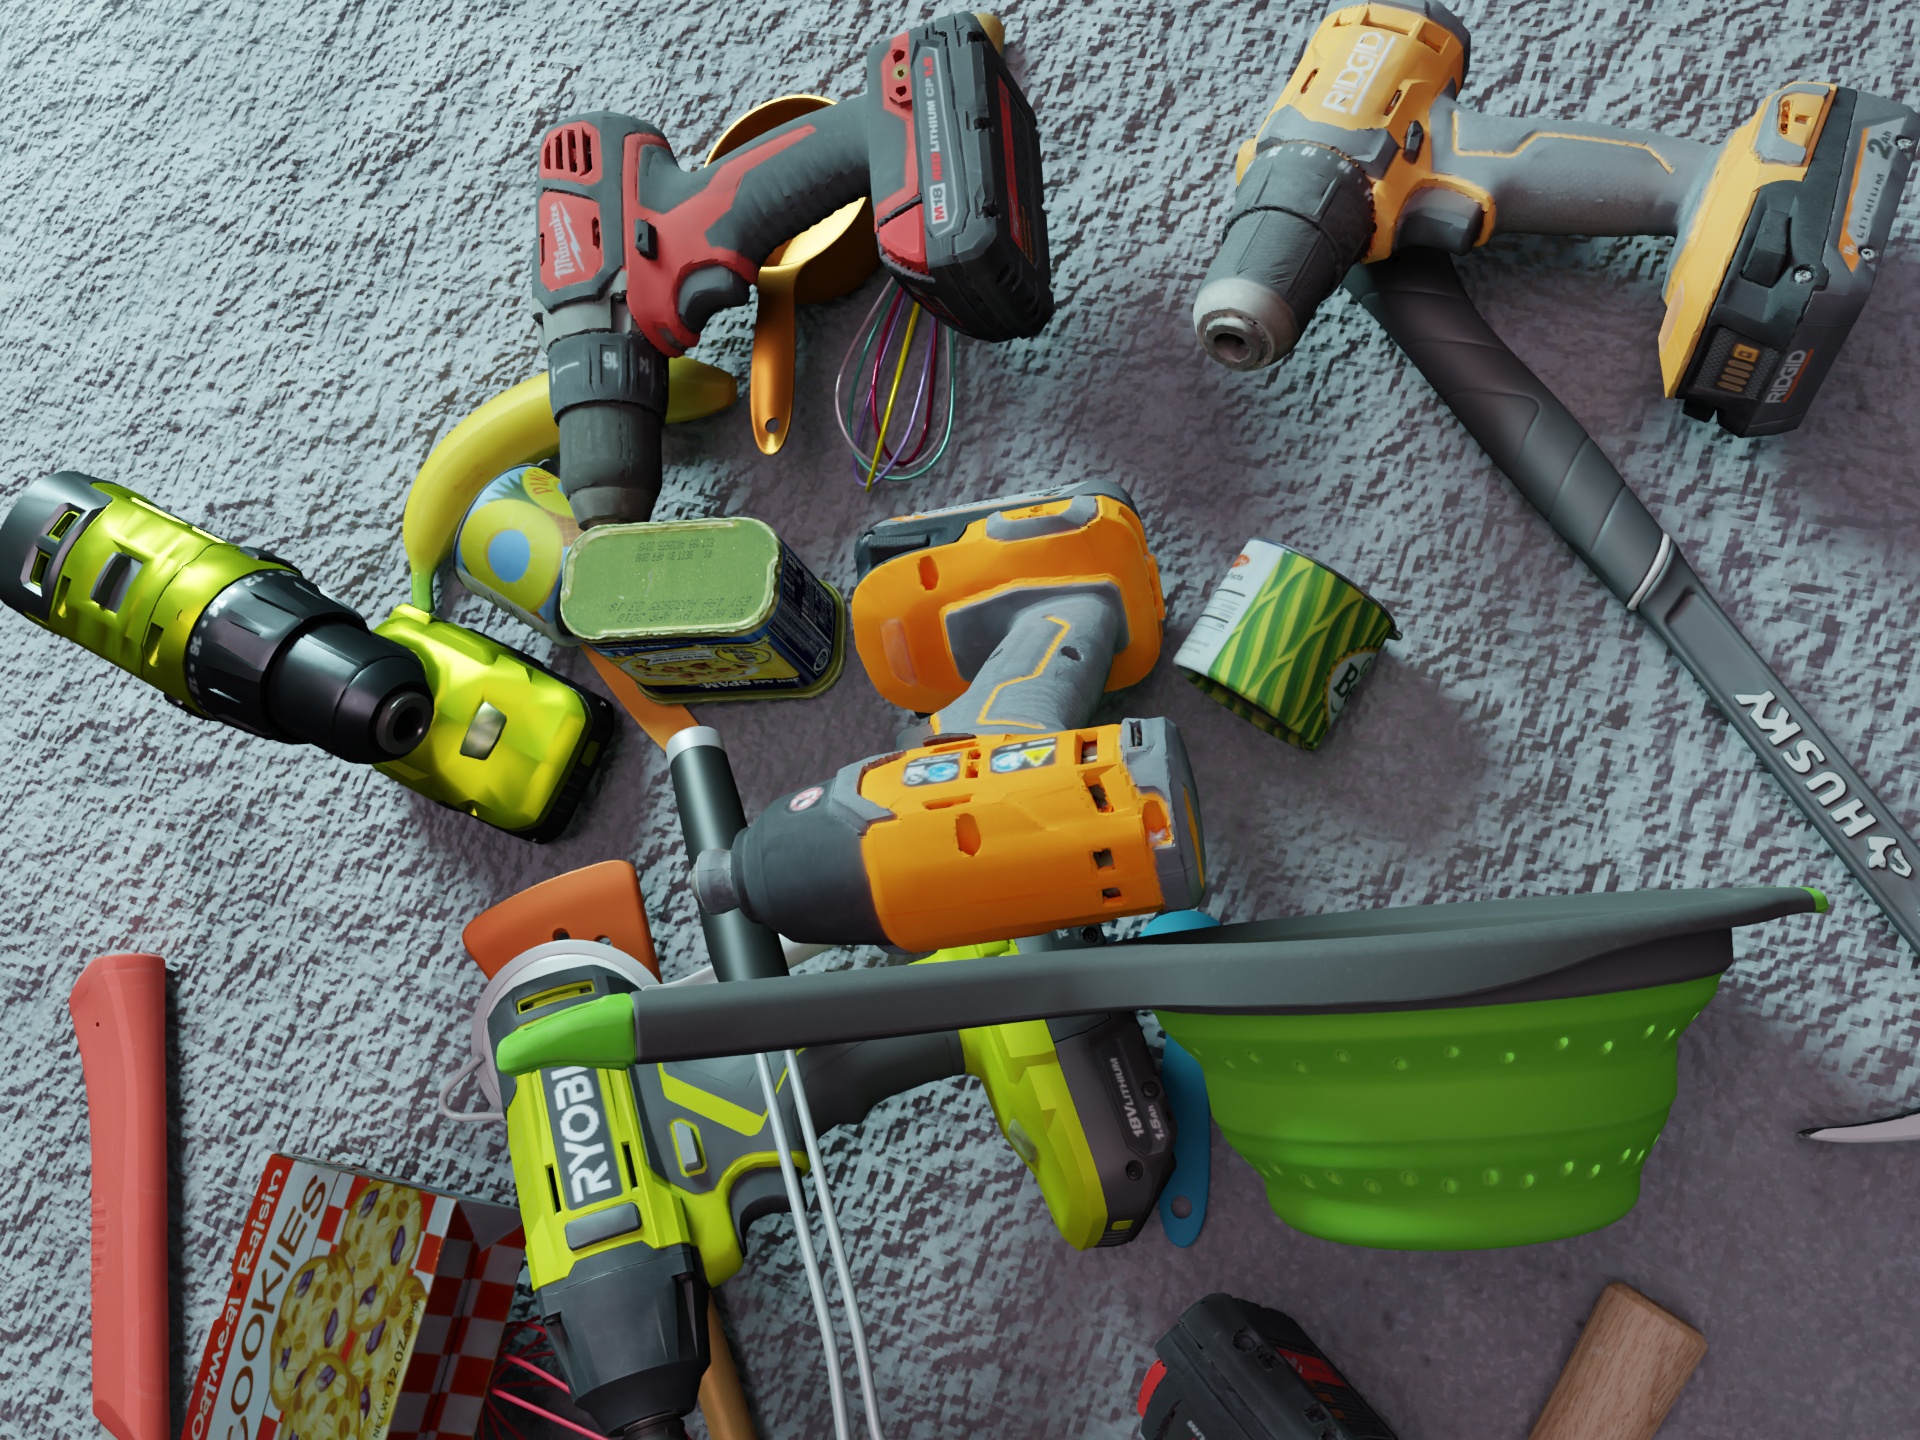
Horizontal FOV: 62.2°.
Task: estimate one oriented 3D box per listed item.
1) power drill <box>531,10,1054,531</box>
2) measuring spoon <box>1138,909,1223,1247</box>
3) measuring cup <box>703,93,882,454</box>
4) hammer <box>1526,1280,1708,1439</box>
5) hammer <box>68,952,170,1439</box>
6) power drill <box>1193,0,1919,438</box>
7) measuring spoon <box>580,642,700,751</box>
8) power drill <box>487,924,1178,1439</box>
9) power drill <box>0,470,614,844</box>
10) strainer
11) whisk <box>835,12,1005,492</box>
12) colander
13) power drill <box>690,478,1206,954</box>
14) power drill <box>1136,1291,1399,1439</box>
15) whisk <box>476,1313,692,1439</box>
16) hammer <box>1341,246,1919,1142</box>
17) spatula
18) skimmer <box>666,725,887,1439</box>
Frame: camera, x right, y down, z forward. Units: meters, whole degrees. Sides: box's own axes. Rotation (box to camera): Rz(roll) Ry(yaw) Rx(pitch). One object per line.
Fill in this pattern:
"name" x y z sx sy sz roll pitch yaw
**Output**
"power drill" -0.080 -0.183 0.671 0.227 0.080 0.188 -8 78 20
"measuring spoon" 0.085 0.136 0.612 0.042 0.021 0.129 -2 74 18
"measuring cup" -0.074 -0.199 0.739 0.095 0.052 0.174 -1 80 18
"hammer" 0.156 0.342 0.530 0.130 0.031 0.331 30 87 23
"hammer" -0.369 0.284 0.721 0.149 0.036 0.359 -14 73 15
"power drill" 0.210 -0.179 0.590 0.226 0.084 0.185 22 63 18
"measuring spoon" -0.152 -0.016 0.740 0.021 0.011 0.117 -40 70 -14
"power drill" -0.044 0.153 0.571 0.223 0.080 0.171 -15 61 -10
"power drill" -0.242 -0.014 0.650 0.191 0.228 0.080 23 85 22
"strainer" -0.097 0.103 0.649 0.258 0.050 0.087 -26 91 -6
"whisk" -0.012 -0.217 0.727 0.051 0.047 0.245 7 75 21
"colander" 0.069 0.112 0.476 0.397 0.204 0.094 -3 84 -15
"power drill" -0.001 -0.002 0.572 0.164 0.084 0.227 -10 29 10
"power drill" 0.044 0.296 0.520 0.219 0.143 0.079 -46 55 1
"whisk" -0.101 0.267 0.566 0.296 0.073 0.073 -5 73 45
"hammer" 0.264 -0.036 0.591 0.149 0.036 0.409 -35 68 9
"spatula" -0.120 0.217 0.651 0.081 0.041 0.323 -23 71 0
"skimmer" -0.033 0.131 0.487 0.090 0.127 0.364 -53 44 39
